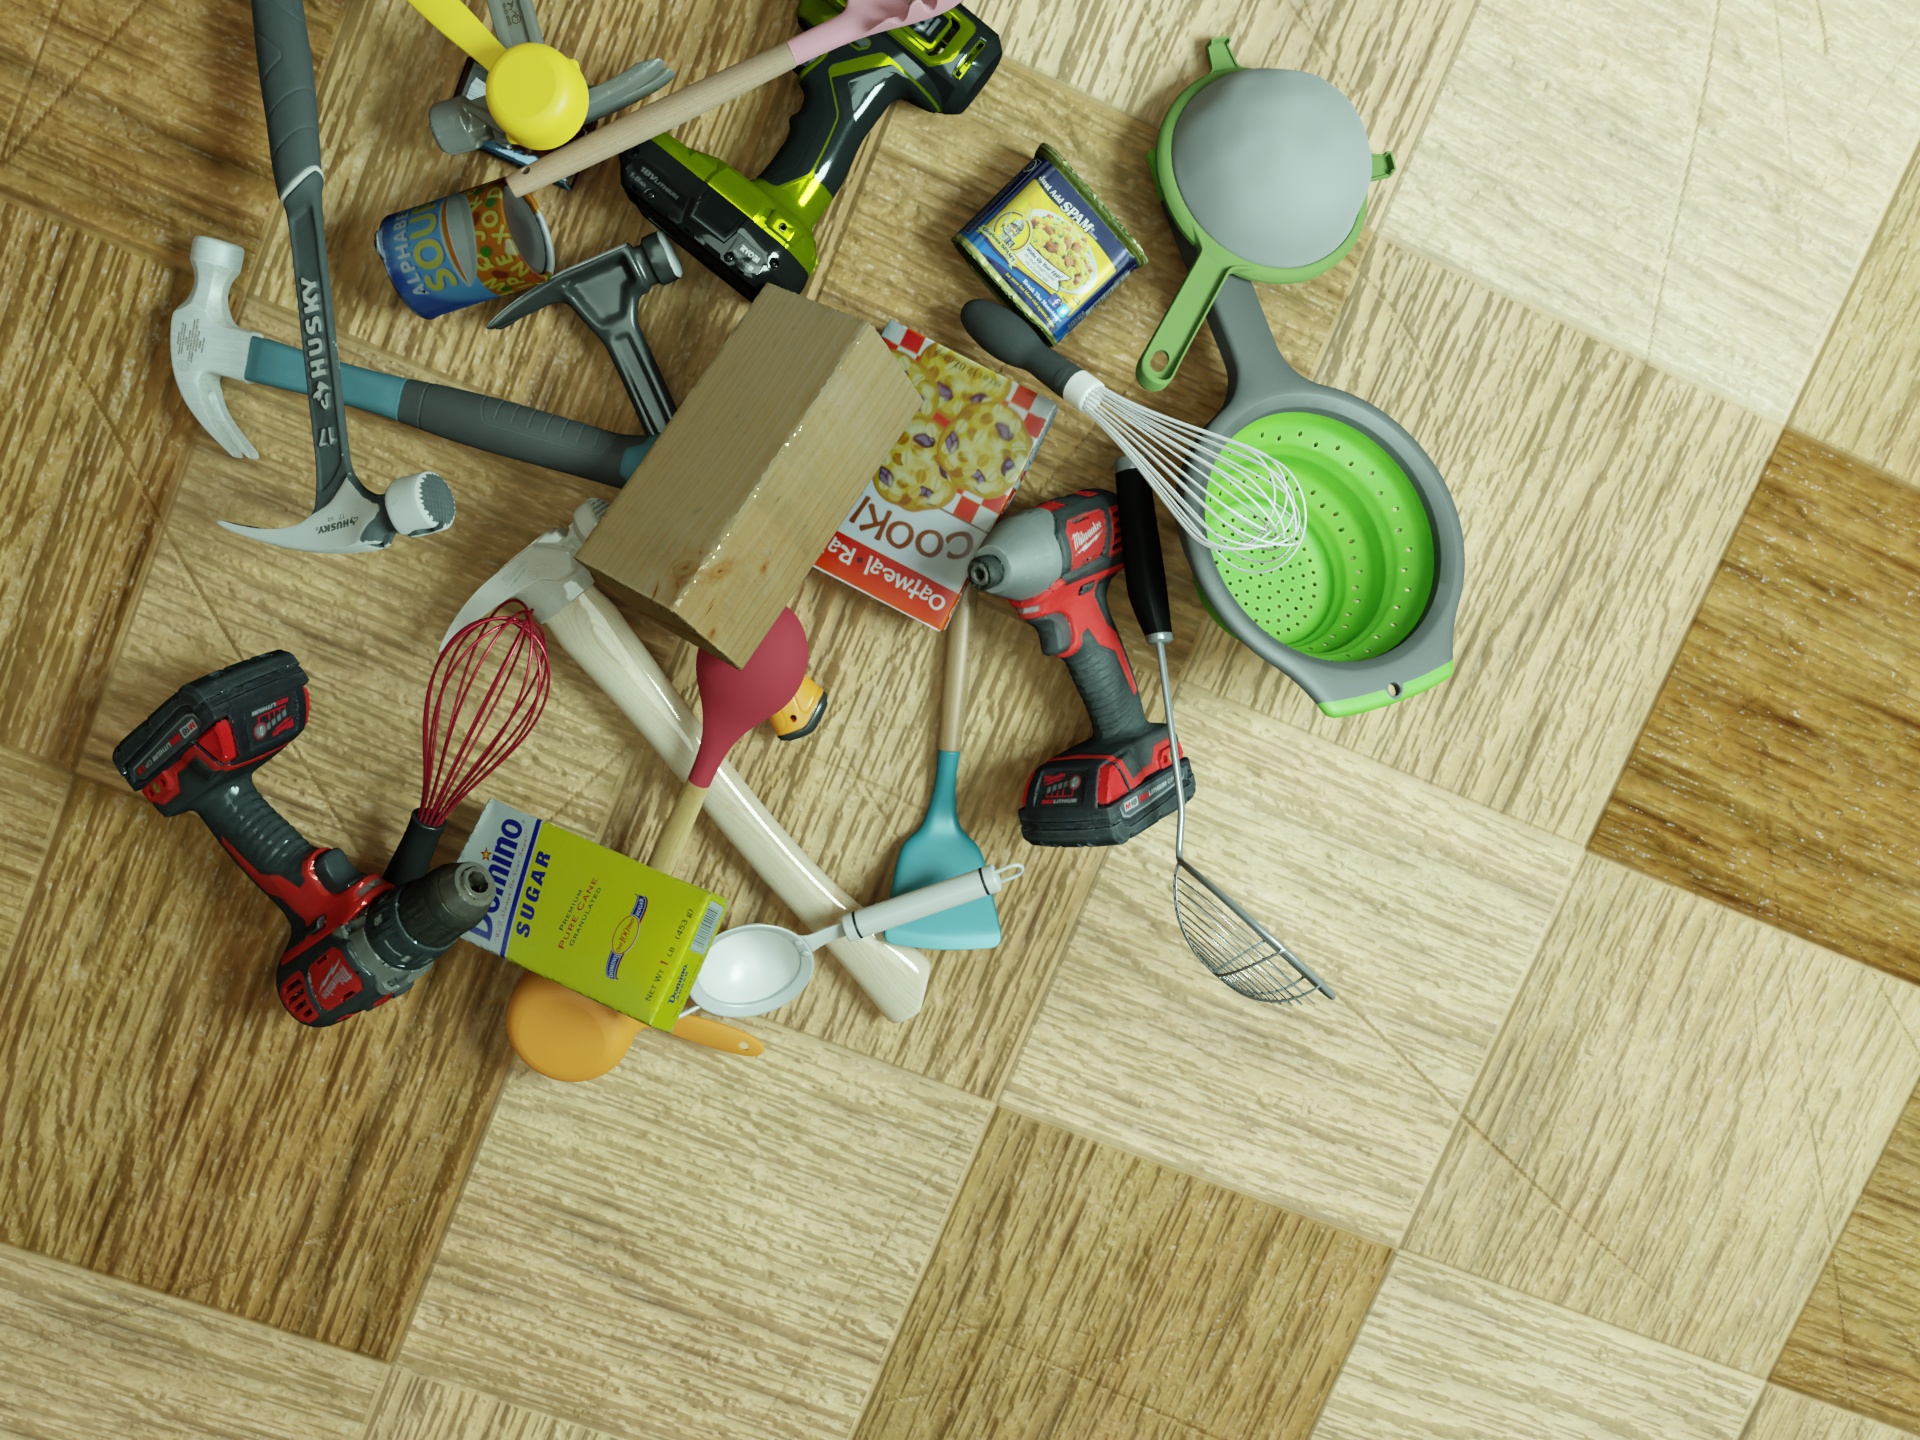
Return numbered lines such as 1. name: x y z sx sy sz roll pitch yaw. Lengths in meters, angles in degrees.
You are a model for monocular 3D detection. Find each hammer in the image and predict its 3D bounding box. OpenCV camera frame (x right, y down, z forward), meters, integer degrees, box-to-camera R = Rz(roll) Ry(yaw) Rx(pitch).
1. hammer: -0.395 -0.298 0.952 0.149 0.036 0.409 -10 85 19
2. hammer: -0.168 0.053 1.074 0.146 0.038 0.410 -35 104 14
3. hammer: -0.335 -0.199 1.000 0.331 0.033 0.128 16 99 2
4. hammer: -0.180 -0.138 1.046 0.127 0.034 0.336 -23 102 4
5. hammer: -0.288 -0.531 0.948 0.149 0.037 0.359 -14 93 9

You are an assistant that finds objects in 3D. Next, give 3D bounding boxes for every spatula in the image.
1. spatula: -0.002 -0.003 1.085 0.082 0.044 0.317 4 98 -10

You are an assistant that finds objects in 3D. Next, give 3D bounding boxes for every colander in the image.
1. colander: 0.192 -0.186 1.059 0.204 0.094 0.397 -17 82 -22

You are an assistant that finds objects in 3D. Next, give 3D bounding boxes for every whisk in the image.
1. whisk: -0.337 0.049 1.028 0.073 0.073 0.295 26 112 -9
2. whisk: 0.099 -0.186 0.974 0.285 0.070 0.070 42 94 26

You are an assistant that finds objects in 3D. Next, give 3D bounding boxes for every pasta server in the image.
1. pasta server: -0.127 -0.389 0.941 0.316 0.040 0.060 -26 63 -1

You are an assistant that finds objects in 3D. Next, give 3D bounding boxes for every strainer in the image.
1. strainer: -0.079 0.139 1.060 0.258 0.050 0.086 -19 131 6
2. strainer: 0.181 -0.317 0.996 0.151 0.069 0.256 32 71 -8

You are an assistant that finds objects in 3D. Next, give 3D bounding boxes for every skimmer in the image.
1. skimmer: 0.165 0.003 1.015 0.090 0.127 0.363 -9 84 6

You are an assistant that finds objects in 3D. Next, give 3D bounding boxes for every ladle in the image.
1. ladle: -0.183 0.060 1.046 0.069 0.031 0.315 27 112 -2

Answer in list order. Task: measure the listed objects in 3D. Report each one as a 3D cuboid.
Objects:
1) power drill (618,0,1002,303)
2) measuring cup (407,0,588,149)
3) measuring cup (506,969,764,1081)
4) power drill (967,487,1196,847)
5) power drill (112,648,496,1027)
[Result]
1. power drill: -0.106 -0.389 0.998 0.171 0.080 0.223 38 90 -6
2. measuring cup: -0.284 -0.398 0.926 0.156 0.029 0.062 43 96 2
3. measuring cup: -0.221 0.212 1.073 0.173 0.052 0.095 15 113 1
4. power drill: 0.074 -0.034 1.042 0.143 0.078 0.219 -25 105 -47
5. power drill: -0.402 0.071 0.993 0.188 0.080 0.226 -30 95 30
